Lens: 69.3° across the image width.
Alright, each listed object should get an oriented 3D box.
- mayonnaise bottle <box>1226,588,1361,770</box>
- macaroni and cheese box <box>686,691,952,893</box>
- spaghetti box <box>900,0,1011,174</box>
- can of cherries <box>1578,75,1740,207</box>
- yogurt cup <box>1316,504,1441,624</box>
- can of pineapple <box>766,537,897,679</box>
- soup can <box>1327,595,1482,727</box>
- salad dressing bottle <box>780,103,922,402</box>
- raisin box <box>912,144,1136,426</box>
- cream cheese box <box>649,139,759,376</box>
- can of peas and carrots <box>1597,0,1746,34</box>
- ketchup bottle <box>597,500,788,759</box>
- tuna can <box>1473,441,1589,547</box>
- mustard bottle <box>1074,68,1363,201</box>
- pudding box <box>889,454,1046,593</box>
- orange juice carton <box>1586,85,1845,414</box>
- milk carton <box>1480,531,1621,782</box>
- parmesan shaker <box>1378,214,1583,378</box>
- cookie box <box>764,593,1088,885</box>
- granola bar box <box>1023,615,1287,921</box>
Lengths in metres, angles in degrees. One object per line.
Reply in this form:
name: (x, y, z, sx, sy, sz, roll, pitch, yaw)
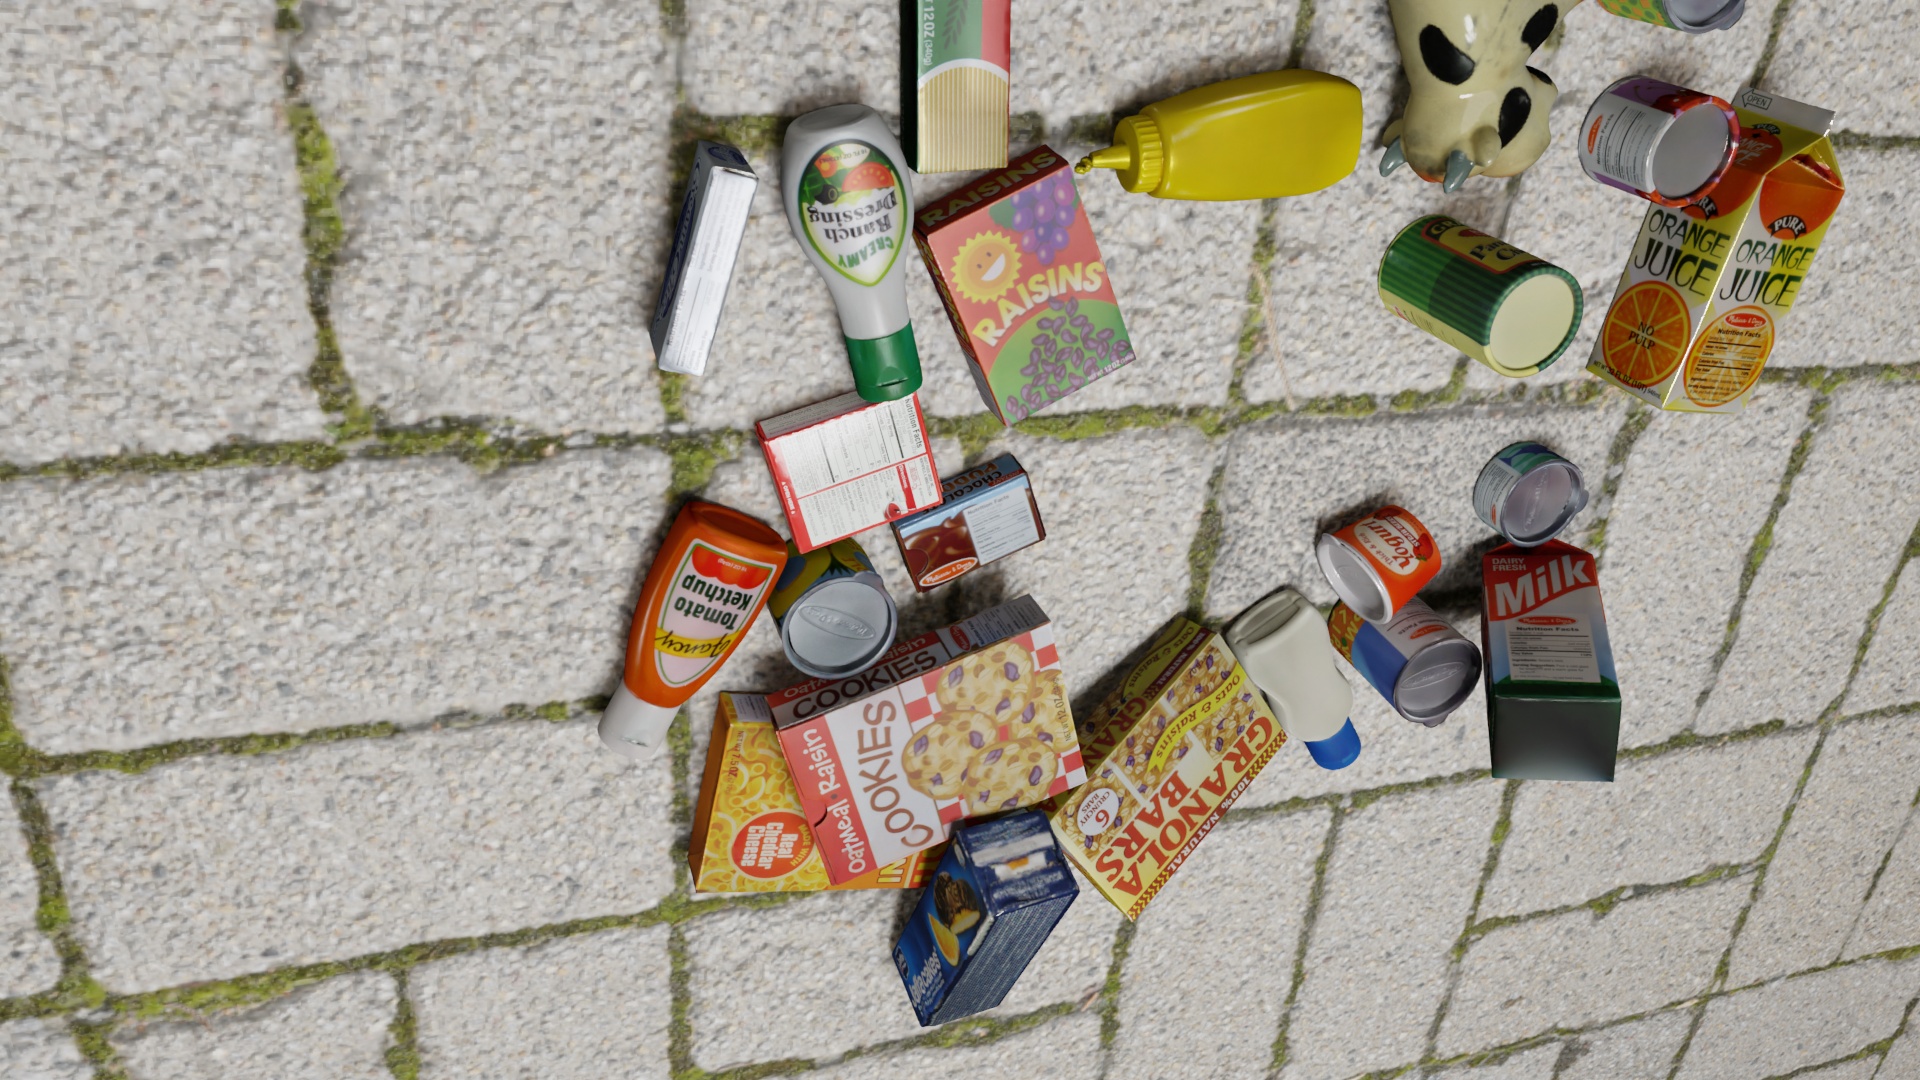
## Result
mayonnaise bottle: (0.236, 0.101, 0.955, 0.065, 0.041, 0.147, -35, 125, -1)
macaroni and cheese box: (-0.075, 0.157, 0.864, 0.167, 0.040, 0.123, 5, 114, -23)
spaghetti box: (-0.002, -0.298, 0.648, 0.050, 0.029, 0.248, -9, 121, -17)
can of cherries: (0.418, -0.238, 0.827, 0.071, 0.058, 0.071, -9, 120, -16)
yogurt cup: (0.276, 0.013, 0.909, 0.054, 0.072, 0.072, -34, 125, -10)
can of pineapple: (-0.073, 0.035, 0.786, 0.071, 0.058, 0.070, -10, 121, -17)
soup can: (0.298, 0.075, 0.938, 0.071, 0.084, 0.071, -9, 121, -16)
salad dressing bottle: (-0.050, -0.143, 0.706, 0.064, 0.044, 0.147, -16, 122, -6)
raisin box: (0.035, -0.135, 0.746, 0.086, 0.040, 0.123, -28, 125, -4)
cream cheese box: (-0.126, -0.136, 0.674, 0.024, 0.053, 0.103, 10, 113, -24)
can of peas and carrots: (0.399, -0.320, 0.774, 0.071, 0.059, 0.070, -10, 121, -16)
ketchup bottle: (-0.155, 0.053, 0.773, 0.065, 0.044, 0.148, 22, 108, -27)
tuna can: (0.388, -0.032, 0.945, 0.071, 0.033, 0.070, -9, 121, -16)
mustard bottle: (0.133, -0.211, 0.736, 0.160, 0.049, 0.065, -11, 120, -15)
pudding box: (0.003, -0.010, 0.808, 0.084, 0.030, 0.049, -24, 125, -7)
orange juice carton: (0.480, -0.181, 0.874, 0.073, 0.072, 0.191, 1, 117, -22)
milk carton: (0.386, 0.068, 0.923, 0.073, 0.191, 0.072, -1, 125, 17)
parmesan shaker: (0.303, -0.142, 0.808, 0.071, 0.103, 0.071, -9, 120, -16)
cookie box: (-0.017, 0.118, 0.817, 0.168, 0.040, 0.122, -21, 121, -10)
granola bar box: (0.129, 0.150, 0.915, 0.166, 0.039, 0.124, -46, 125, -12)
